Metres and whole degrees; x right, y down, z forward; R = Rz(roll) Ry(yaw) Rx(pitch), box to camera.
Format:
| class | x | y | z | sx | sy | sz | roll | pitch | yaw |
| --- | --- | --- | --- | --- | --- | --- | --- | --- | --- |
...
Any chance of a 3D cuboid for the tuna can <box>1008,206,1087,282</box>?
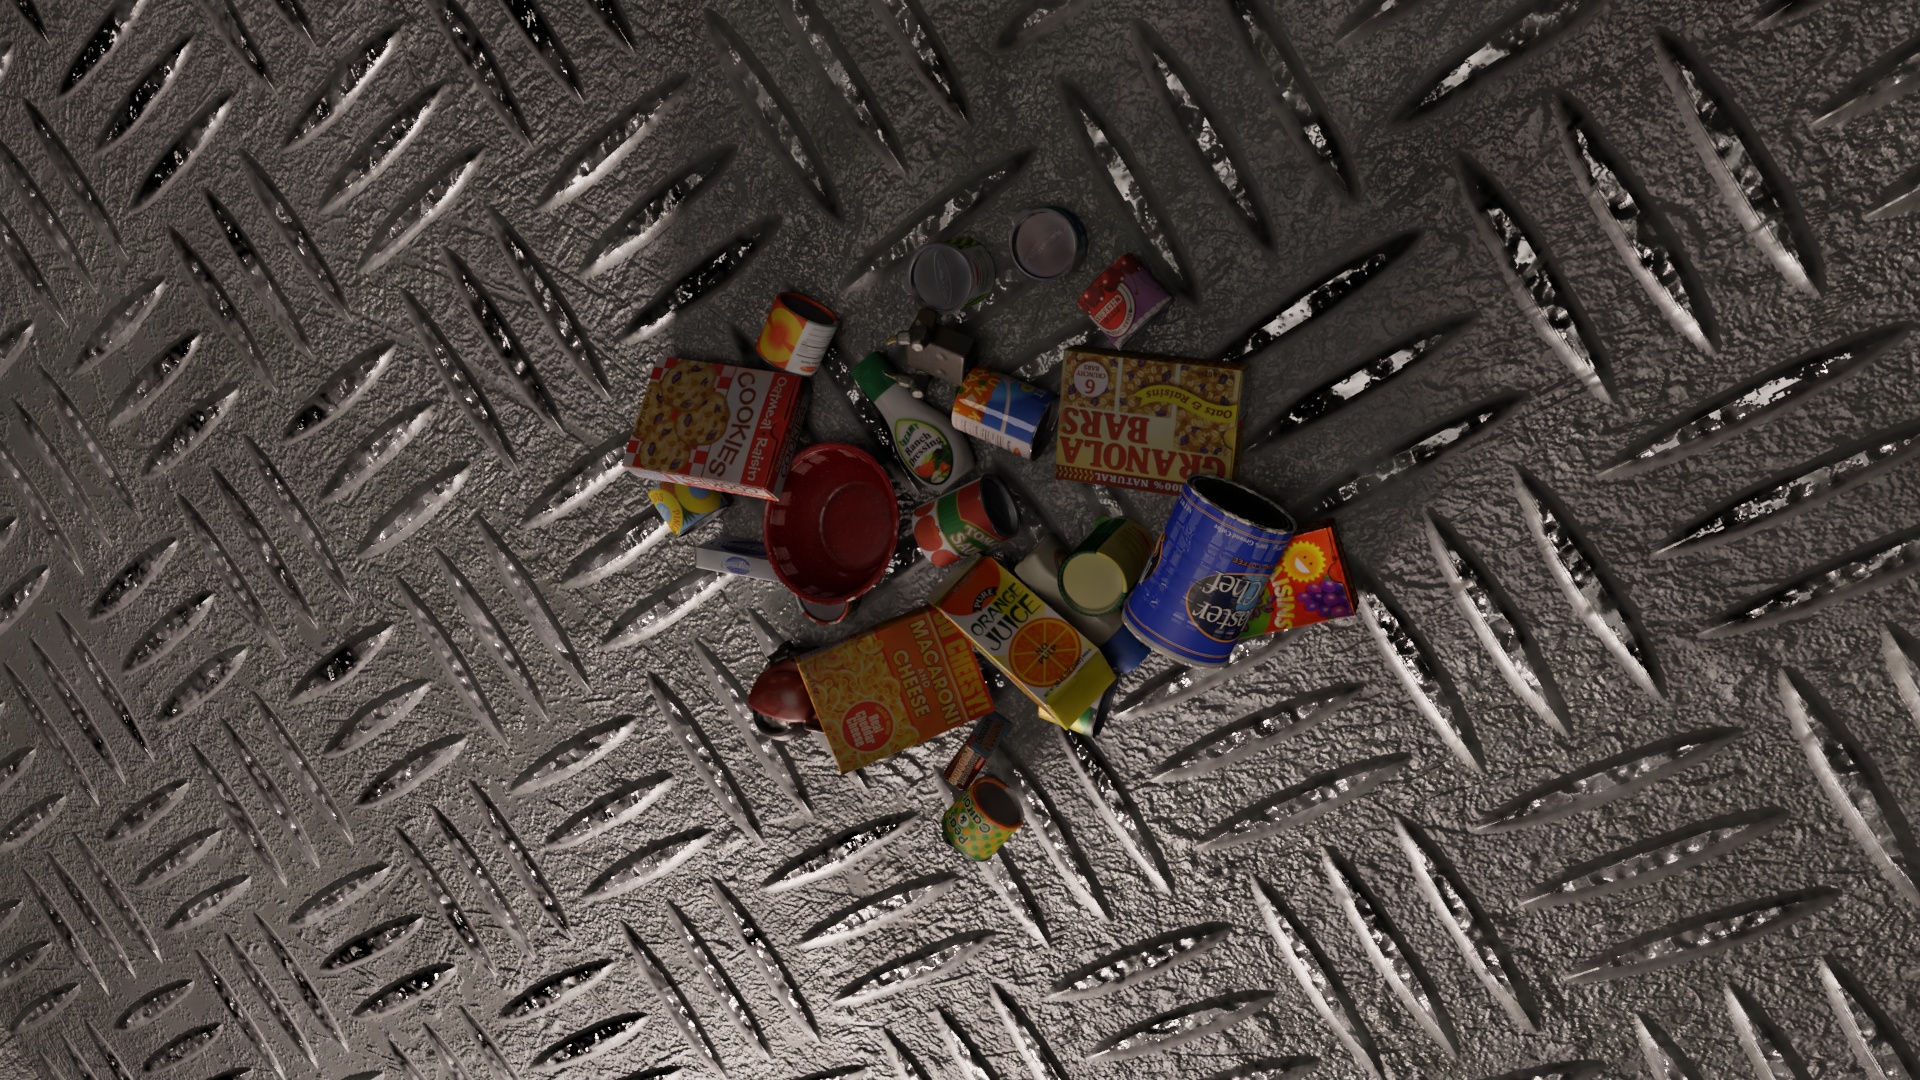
| class | x | y | z | sx | sy | sz | roll | pitch | yaw |
| --- | --- | --- | --- | --- | --- | --- | --- | --- | --- |
| tuna can | 0.078 | -0.270 | 1.256 | 0.071 | 0.033 | 0.070 | 7 | 108 | 20 |

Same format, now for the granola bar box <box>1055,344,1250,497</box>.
| class | x | y | z | sx | sy | sz | roll | pitch | yaw |
| --- | --- | --- | --- | --- | --- | --- | --- | --- | --- |
| granola bar box | 0.172 | -0.107 | 1.263 | 0.165 | 0.039 | 0.123 | 9 | 109 | 20 |

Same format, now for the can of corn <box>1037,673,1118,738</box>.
| class | x | y | z | sx | sy | sz | roll | pitch | yaw |
| --- | --- | --- | --- | --- | --- | --- | --- | --- | --- |
| can of corn | 0.114 | 0.153 | 1.351 | 0.058 | 0.071 | 0.071 | 19 | 112 | 17 |

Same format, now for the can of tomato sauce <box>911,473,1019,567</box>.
| class | x | y | z | sx | sy | sz | roll | pitch | yaw |
| --- | --- | --- | --- | --- | --- | --- | --- | --- | --- |
| can of tomato sauce | 0.005 | -0.017 | 1.342 | 0.083 | 0.071 | 0.071 | -24 | 96 | 27 |

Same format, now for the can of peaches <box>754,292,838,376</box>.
| class | x | y | z | sx | sy | sz | roll | pitch | yaw |
| --- | --- | --- | --- | --- | --- | --- | --- | --- | --- |
| can of peaches | -0.161 | -0.203 | 1.356 | 0.071 | 0.071 | 0.057 | 34 | 115 | 10 |

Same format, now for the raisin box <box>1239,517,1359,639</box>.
| class | x | y | z | sx | sy | sz | roll | pitch | yaw |
| --- | --- | --- | --- | --- | --- | --- | --- | --- | --- |
| raisin box | 0.288 | 0.036 | 1.258 | 0.123 | 0.040 | 0.086 | -15 | 99 | 25 |

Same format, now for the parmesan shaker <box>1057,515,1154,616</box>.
| class | x | y | z | sx | sy | sz | roll | pitch | yaw |
| --- | --- | --- | --- | --- | --- | --- | --- | --- | --- |
| parmesan shaker | 0.133 | 0.022 | 1.282 | 0.071 | 0.103 | 0.071 | 7 | 108 | 21 |

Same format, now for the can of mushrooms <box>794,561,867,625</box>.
| class | x | y | z | sx | sy | sz | roll | pitch | yaw |
| --- | --- | --- | --- | --- | --- | --- | --- | --- | --- |
| can of mushrooms | -0.135 | 0.053 | 1.441 | 0.071 | 0.033 | 0.070 | 6 | 107 | 21 |

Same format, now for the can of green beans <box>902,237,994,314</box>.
| class | x | y | z | sx | sy | sz | roll | pitch | yaw |
| --- | --- | --- | --- | --- | --- | --- | --- | --- | --- |
| can of green beans | -0.008 | -0.245 | 1.284 | 0.071 | 0.058 | 0.071 | 7 | 108 | 20 |

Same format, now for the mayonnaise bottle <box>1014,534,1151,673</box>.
| class | x | y | z | sx | sy | sz | roll | pitch | yaw |
| --- | --- | --- | --- | --- | --- | --- | --- | --- | --- |
| mayonnaise bottle | 0.119 | 0.062 | 1.325 | 0.148 | 0.065 | 0.041 | 46 | 120 | 0 |

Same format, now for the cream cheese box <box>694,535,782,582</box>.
| class | x | y | z | sx | sy | sz | roll | pitch | yaw |
| --- | --- | --- | --- | --- | --- | --- | --- | --- | --- |
| cream cheese box | -0.220 | 0.019 | 1.454 | 0.104 | 0.053 | 0.024 | 9 | 107 | 20 |

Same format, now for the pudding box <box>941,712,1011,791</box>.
| class | x | y | z | sx | sy | sz | roll | pitch | yaw |
| --- | --- | --- | --- | --- | --- | --- | --- | --- | --- |
| pudding box | 0.017 | 0.210 | 1.398 | 0.030 | 0.084 | 0.049 | 34 | 115 | 6 |

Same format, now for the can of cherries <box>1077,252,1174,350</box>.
| class | x | y | z | sx | sy | sz | roll | pitch | yaw |
| --- | --- | --- | --- | --- | --- | --- | --- | --- | --- |
| can of cherries | 0.144 | -0.210 | 1.225 | 0.058 | 0.072 | 0.071 | 48 | 117 | 3 |

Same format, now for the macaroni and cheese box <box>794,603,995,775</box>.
| class | x | y | z | sx | sy | sz | roll | pitch | yaw |
| --- | --- | --- | --- | --- | --- | --- | --- | --- | --- |
| macaroni and cheese box | -0.065 | 0.143 | 1.390 | 0.167 | 0.040 | 0.123 | -22 | 99 | -8 |

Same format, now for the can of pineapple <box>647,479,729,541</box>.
| class | x | y | z | sx | sy | sz | roll | pitch | yaw |
| --- | --- | --- | --- | --- | --- | --- | --- | --- | --- |
| can of pineapple | -0.286 | -0.042 | 1.454 | 0.071 | 0.071 | 0.058 | -33 | 91 | 27 |

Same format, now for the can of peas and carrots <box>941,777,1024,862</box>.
| class | x | y | z | sx | sy | sz | roll | pitch | yaw |
| --- | --- | --- | --- | --- | --- | --- | --- | --- | --- |
| can of peas and carrots | 0.022 | 0.286 | 1.426 | 0.071 | 0.071 | 0.058 | 42 | 116 | 6 |

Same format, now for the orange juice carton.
| class | x | y | z | sx | sy | sz | roll | pitch | yaw |
| --- | --- | --- | --- | --- | --- | --- | --- | --- | --- |
| orange juice carton | 0.050 | 0.085 | 1.319 | 0.072 | 0.073 | 0.193 | -45 | 58 | -6 |

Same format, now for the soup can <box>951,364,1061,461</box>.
| class | x | y | z | sx | sy | sz | roll | pitch | yaw |
| --- | --- | --- | --- | --- | --- | --- | --- | --- | --- |
| soup can | 0.044 | -0.122 | 1.297 | 0.084 | 0.071 | 0.071 | 24 | 114 | 15 |

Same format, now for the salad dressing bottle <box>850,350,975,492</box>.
| class | x | y | z | sx | sy | sz | roll | pitch | yaw |
| --- | --- | --- | --- | --- | --- | --- | --- | --- | --- |
| salad dressing bottle | -0.048 | -0.116 | 1.348 | 0.064 | 0.044 | 0.147 | -40 | 88 | 32 |

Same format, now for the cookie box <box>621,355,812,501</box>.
| class | x | y | z | sx | sy | sz | roll | pitch | yaw |
| --- | --- | --- | --- | --- | --- | --- | --- | --- | --- |
| cookie box | -0.245 | -0.114 | 1.398 | 0.167 | 0.040 | 0.123 | 10 | 76 | 20 |
